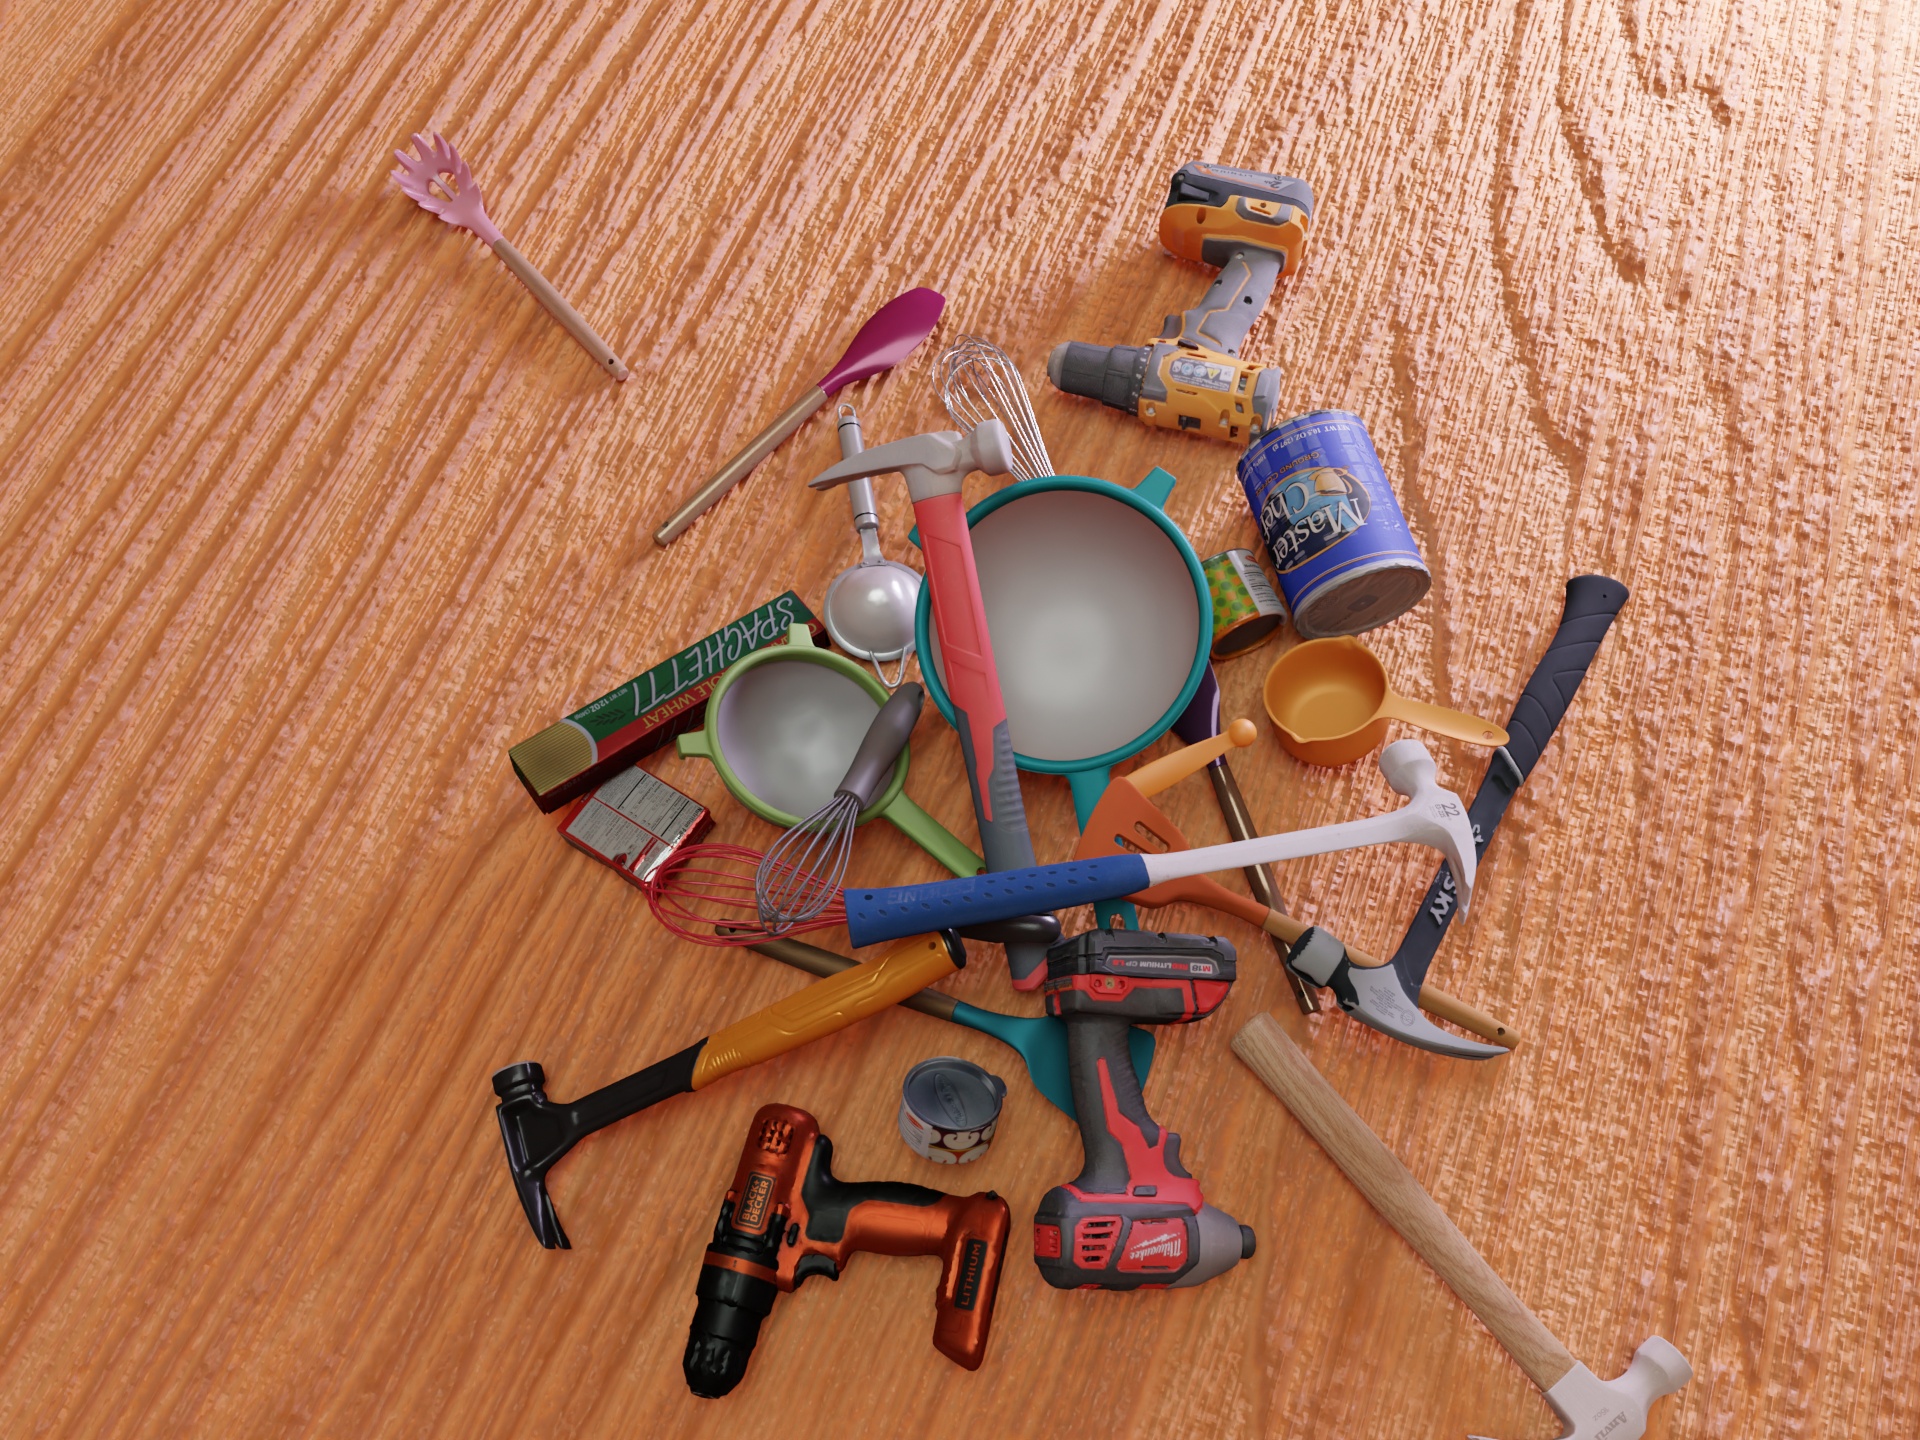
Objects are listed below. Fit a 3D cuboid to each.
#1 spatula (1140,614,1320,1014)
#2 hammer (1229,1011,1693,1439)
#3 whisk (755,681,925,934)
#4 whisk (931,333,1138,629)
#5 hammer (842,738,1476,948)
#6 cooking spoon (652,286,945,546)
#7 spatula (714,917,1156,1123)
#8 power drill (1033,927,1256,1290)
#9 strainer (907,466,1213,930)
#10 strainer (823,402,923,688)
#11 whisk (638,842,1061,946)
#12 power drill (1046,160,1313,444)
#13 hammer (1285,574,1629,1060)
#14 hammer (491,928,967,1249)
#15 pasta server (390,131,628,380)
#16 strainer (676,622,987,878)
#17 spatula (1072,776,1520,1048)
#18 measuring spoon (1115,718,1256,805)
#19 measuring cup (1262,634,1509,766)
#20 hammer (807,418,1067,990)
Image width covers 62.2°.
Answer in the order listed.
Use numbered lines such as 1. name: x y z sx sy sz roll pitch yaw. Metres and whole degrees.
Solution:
1. spatula: 0.192 0.059 1.138 0.060 0.018 0.316 -34 64 35
2. hammer: 0.293 0.323 1.013 0.130 0.031 0.331 -37 69 -13
3. whisk: -0.077 0.051 1.076 0.055 0.055 0.239 19 47 11
4. whisk: 0.062 -0.187 1.246 0.070 0.070 0.285 -27 73 -9
5. hammer: 0.129 0.097 1.012 0.405 0.035 0.144 -9 40 -5
6. cooking spoon: -0.132 -0.251 1.298 0.319 0.017 0.069 -45 51 -13
7. spatula: -0.026 0.196 1.095 0.317 0.044 0.082 18 68 16
8. power drill: 0.121 0.250 1.021 0.143 0.078 0.220 7 73 -16
9. strainer: 0.089 -0.003 1.151 0.211 0.095 0.340 -11 86 10
10. strainer: -0.073 -0.148 1.243 0.087 0.050 0.259 -8 62 -7
11. whisk: -0.078 0.127 1.078 0.296 0.073 0.073 5 66 11
12. power drill: 0.183 -0.340 1.294 0.185 0.084 0.226 13 72 11
13. hammer: 0.380 0.050 1.108 0.149 0.036 0.409 35 66 2
14. hammer: -0.147 0.223 1.040 0.337 0.034 0.127 -27 65 7
15. pasta server: -0.387 -0.399 1.374 0.060 0.040 0.316 -43 71 -2
16. strainer: -0.075 0.058 1.145 0.256 0.069 0.151 39 52 0
17. spatula: 0.229 0.143 1.071 0.322 0.041 0.081 26 75 5
18. measuring spoon: 0.149 0.031 1.086 0.117 0.011 0.021 -27 91 2
19. measuring cup: 0.301 0.002 1.125 0.174 0.052 0.095 18 65 27
20. hammer: -0.002 -0.004 1.099 0.143 0.038 0.386 -12 89 14
